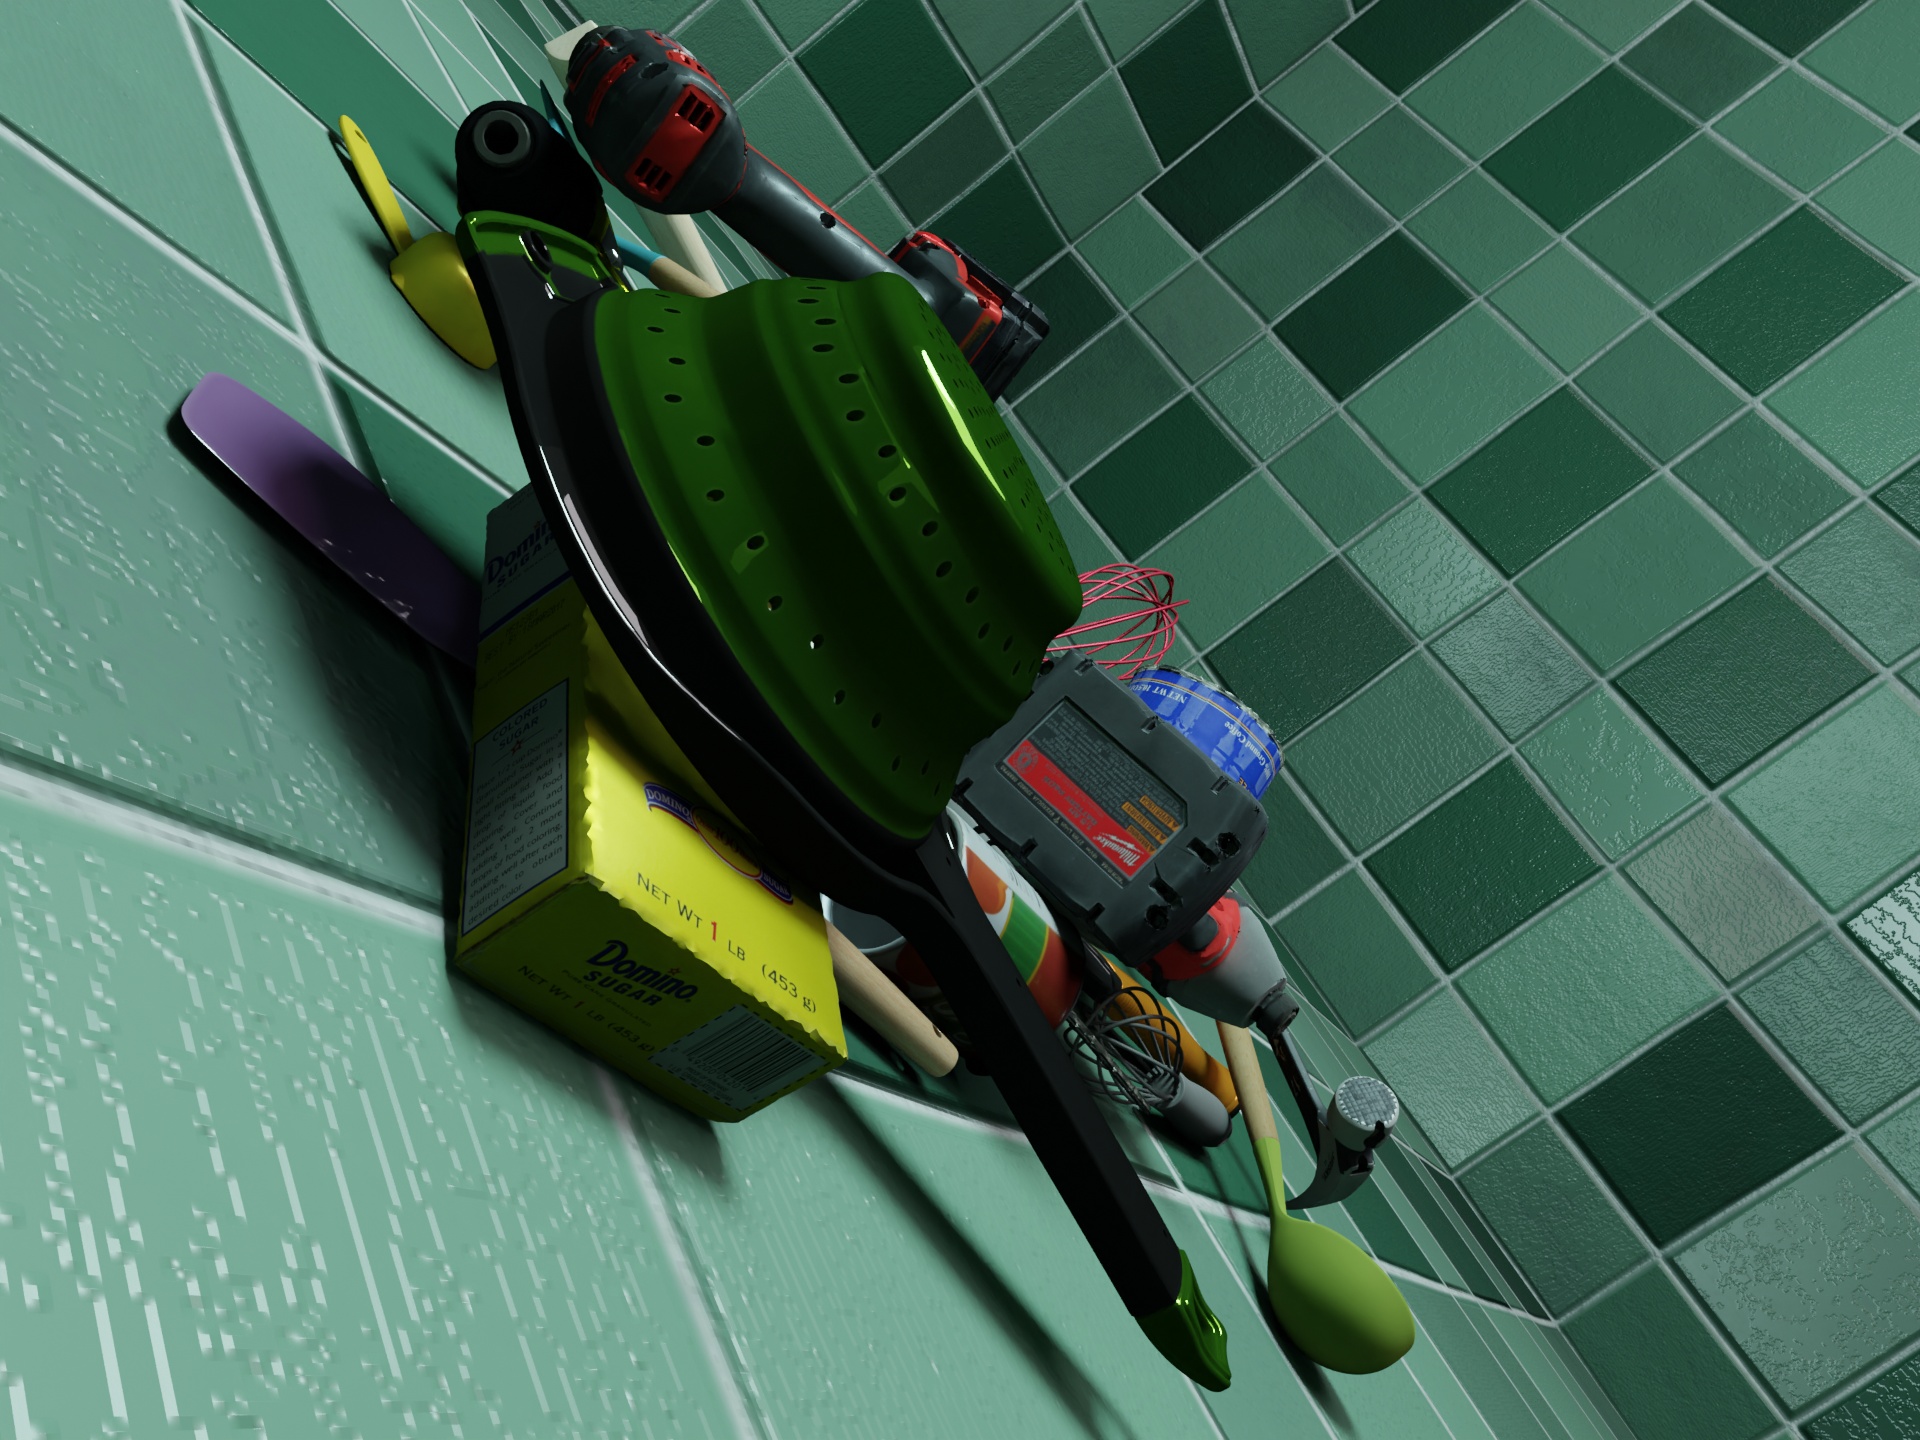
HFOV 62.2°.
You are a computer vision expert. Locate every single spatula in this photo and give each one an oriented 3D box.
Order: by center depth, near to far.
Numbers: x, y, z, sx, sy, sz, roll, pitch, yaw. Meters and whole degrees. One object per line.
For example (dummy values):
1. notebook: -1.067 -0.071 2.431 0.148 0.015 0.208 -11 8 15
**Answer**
1. spatula: -0.099 0.016 0.479 0.315 0.018 0.060 47 11 -28
2. spatula: -0.130 -0.227 0.812 0.318 0.044 0.082 40 -16 29

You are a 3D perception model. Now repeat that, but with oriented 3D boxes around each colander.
1. colander: 0.011 0.014 0.458 0.397 0.094 0.204 60 11 -8

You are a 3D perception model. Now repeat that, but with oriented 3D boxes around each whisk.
1. whisk: 0.106 0.185 0.816 0.055 0.055 0.238 58 5 33
2. whisk: 0.031 -0.040 0.893 0.295 0.073 0.073 -17 65 -44

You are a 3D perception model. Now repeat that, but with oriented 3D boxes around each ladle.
1. ladle: 0.174 0.212 0.875 0.320 0.062 0.078 -96 175 -57

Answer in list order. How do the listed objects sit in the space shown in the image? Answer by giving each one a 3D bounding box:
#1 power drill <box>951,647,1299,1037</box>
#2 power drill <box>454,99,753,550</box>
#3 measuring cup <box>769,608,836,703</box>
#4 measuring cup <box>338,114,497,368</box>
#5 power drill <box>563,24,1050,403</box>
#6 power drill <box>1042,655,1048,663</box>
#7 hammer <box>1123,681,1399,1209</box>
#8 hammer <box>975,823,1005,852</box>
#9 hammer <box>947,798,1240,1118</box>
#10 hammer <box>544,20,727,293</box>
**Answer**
1. power drill: 0.082 0.068 0.690 0.143 0.078 0.219 43 -5 26
2. power drill: -0.143 -0.168 0.728 0.228 0.080 0.190 51 -6 -5
3. measuring cup: -0.069 -0.011 0.710 0.167 0.038 0.083 40 14 -49
4. measuring cup: -0.232 -0.217 0.688 0.157 0.029 0.062 59 10 23
5. power drill: -0.083 -0.234 0.734 0.226 0.080 0.188 31 15 -33
6. power drill: 0.038 -0.027 1.017 0.223 0.080 0.171 49 10 -11
7. hammer: 0.170 0.126 1.044 0.149 0.036 0.409 96 -19 -46
8. hammer: 0.001 0.010 1.028 0.146 0.035 0.335 52 8 -13
9. hammer: 0.075 0.139 0.858 0.336 0.034 0.127 47 2 -46
10. hammer: -0.146 -0.244 0.993 0.146 0.038 0.410 58 -3 34
